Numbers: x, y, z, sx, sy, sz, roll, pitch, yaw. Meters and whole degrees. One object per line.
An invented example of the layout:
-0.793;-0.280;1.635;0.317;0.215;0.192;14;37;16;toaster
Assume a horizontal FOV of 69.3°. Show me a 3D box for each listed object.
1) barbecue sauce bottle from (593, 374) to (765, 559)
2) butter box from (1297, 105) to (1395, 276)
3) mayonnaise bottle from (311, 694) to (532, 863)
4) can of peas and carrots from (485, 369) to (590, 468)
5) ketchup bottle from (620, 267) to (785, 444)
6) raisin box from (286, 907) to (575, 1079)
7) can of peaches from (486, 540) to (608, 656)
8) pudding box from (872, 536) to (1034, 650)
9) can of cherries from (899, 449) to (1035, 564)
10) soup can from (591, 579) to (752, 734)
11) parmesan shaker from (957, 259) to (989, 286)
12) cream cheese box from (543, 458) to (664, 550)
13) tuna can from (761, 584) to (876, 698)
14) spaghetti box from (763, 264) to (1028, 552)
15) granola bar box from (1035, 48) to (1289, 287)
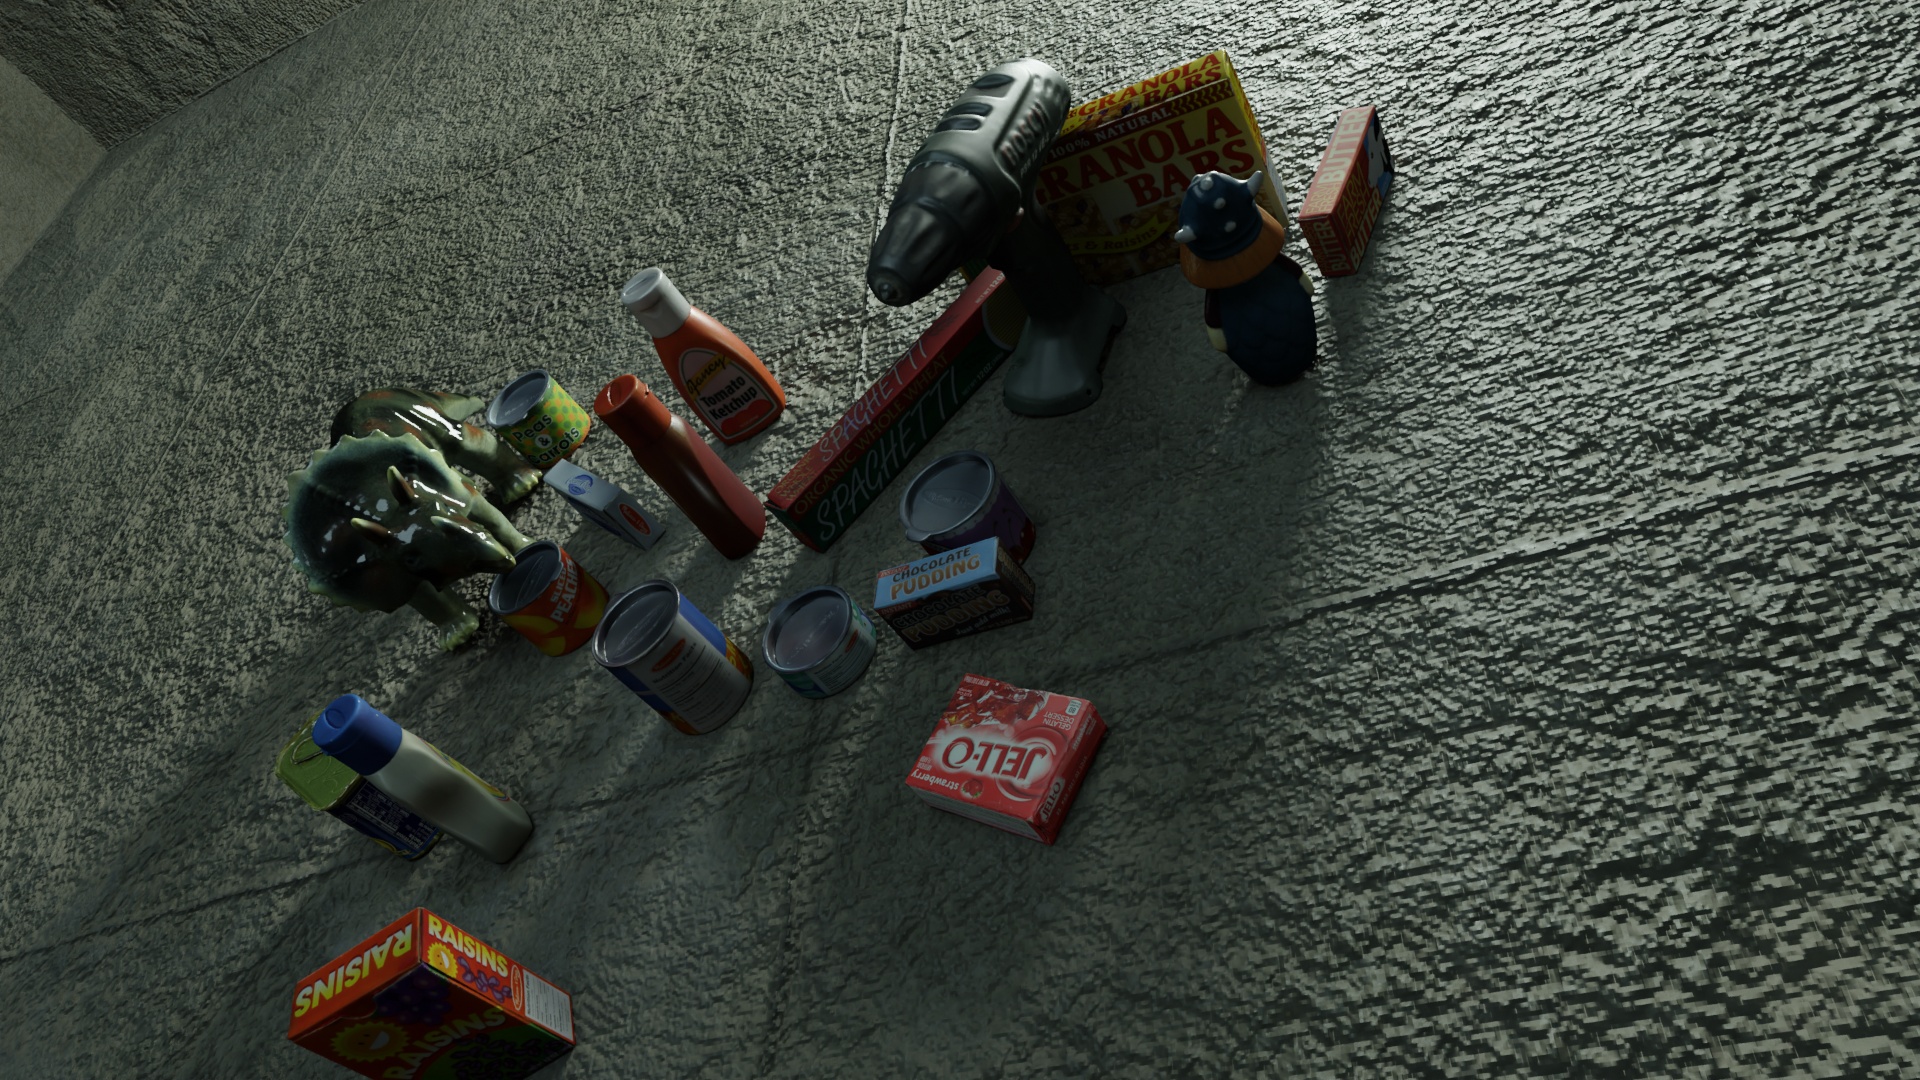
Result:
-0.193;-0.053;0.962;0.043;0.148;0.065;-32;41;7;barbecue sauce bottle
0.246;-0.222;0.882;0.024;0.053;0.104;3;55;38;butter box
-0.339;0.150;0.877;0.065;0.147;0.041;19;65;44;mayonnaise bottle
-0.363;-0.103;1.197;0.071;0.058;0.071;-19;44;20;can of peas and carrots
-0.196;-0.140;1.045;0.064;0.148;0.044;-31;41;8;ketchup bottle
-0.284;0.259;0.755;0.086;0.123;0.040;-32;41;7;raisin box
-0.300;0.043;1.018;0.071;0.058;0.071;-19;44;20;can of peaches
-0.004;0.032;0.825;0.083;0.049;0.030;-17;45;23;pudding box
0.003;-0.011;0.853;0.071;0.058;0.072;-19;44;20;can of cherries
-0.184;0.074;0.887;0.071;0.083;0.072;-20;44;20;soup can
0.011;-0.237;1.024;0.071;0.102;0.072;-20;44;20;parmesan shaker
-0.275;-0.028;1.070;0.104;0.053;0.024;22;68;45;cream cheese box
-0.089;0.063;0.870;0.071;0.032;0.071;-19;44;20;tuna can
-0.033;-0.097;0.966;0.250;0.050;0.029;-48;42;-12;spaghetti box
0.122;-0.242;0.934;0.165;0.124;0.039;-14;46;25;granola bar box
